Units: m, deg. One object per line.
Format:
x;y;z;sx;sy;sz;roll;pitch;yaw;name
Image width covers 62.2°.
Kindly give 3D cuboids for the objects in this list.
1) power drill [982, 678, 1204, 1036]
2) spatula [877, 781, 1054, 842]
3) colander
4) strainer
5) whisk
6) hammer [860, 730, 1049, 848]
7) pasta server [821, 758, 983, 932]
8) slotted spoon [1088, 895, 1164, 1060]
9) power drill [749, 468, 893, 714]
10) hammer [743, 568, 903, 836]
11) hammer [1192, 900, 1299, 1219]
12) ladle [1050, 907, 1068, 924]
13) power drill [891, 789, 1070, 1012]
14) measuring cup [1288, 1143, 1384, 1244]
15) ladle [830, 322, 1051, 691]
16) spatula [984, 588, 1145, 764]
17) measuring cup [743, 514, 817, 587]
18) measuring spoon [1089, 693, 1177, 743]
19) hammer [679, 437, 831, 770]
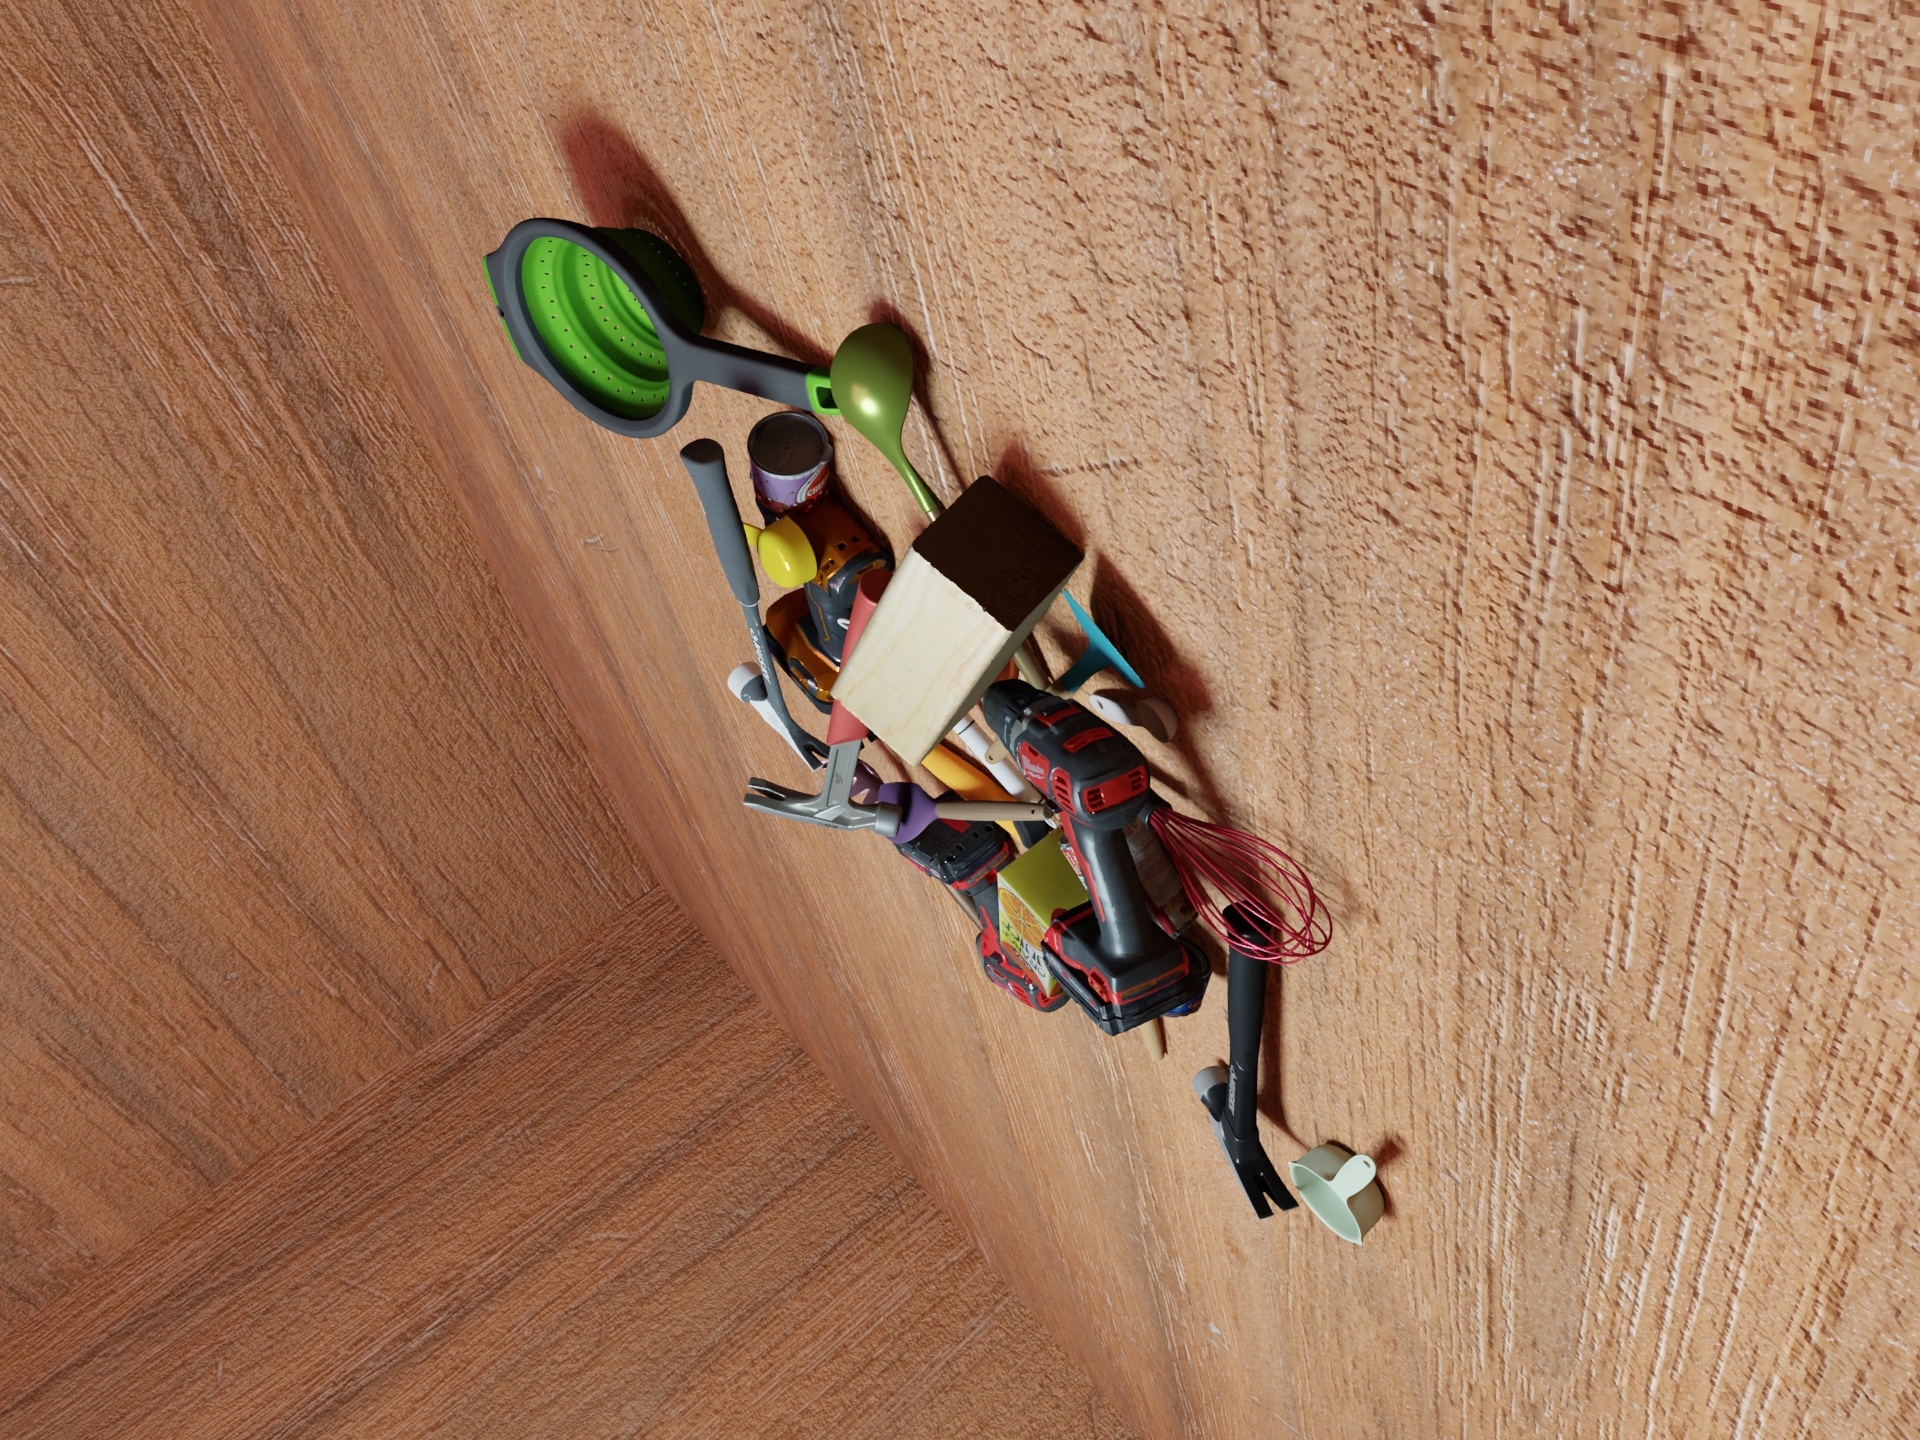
0.082;0.084;1.110;0.188;0.080;0.226;40;150;60;power drill
-0.005;0.083;1.440;0.316;0.018;0.060;-6;79;61;spatula
-0.222;-0.326;1.319;0.397;0.094;0.204;21;141;30;colander
-0.002;-0.004;1.364;0.258;0.050;0.087;49;160;-5;strainer
0.151;0.077;1.113;0.296;0.073;0.073;43;159;45;whisk
-0.026;0.039;1.516;0.337;0.034;0.127;35;152;46;hammer
-0.033;0.153;1.672;0.316;0.040;0.060;52;180;-14;pasta server
0.149;0.219;1.381;0.031;0.070;0.313;5;143;21;slotted spoon
-0.133;-0.124;1.435;0.164;0.084;0.226;48;156;23;power drill
-0.102;-0.008;1.366;0.149;0.037;0.358;13;145;-3;hammer
0.222;0.255;1.233;0.334;0.035;0.146;82;169;-46;hammer
0.114;0.221;1.395;0.315;0.031;0.069;63;-170;-69;ladle
0.025;0.184;1.580;0.143;0.078;0.219;24;147;58;power drill
0.306;0.353;1.234;0.083;0.038;0.167;48;158;21;measuring cup
0.001;-0.141;1.151;0.078;0.062;0.319;19;147;56;ladle
0.063;-0.015;1.165;0.082;0.044;0.317;50;155;4;spatula
-0.178;-0.150;1.362;0.157;0.029;0.062;21;135;48;measuring cup
0.121;-0.009;1.114;0.034;0.018;0.124;61;168;-16;measuring spoon
-0.182;-0.097;1.380;0.149;0.036;0.408;45;161;26;hammer
